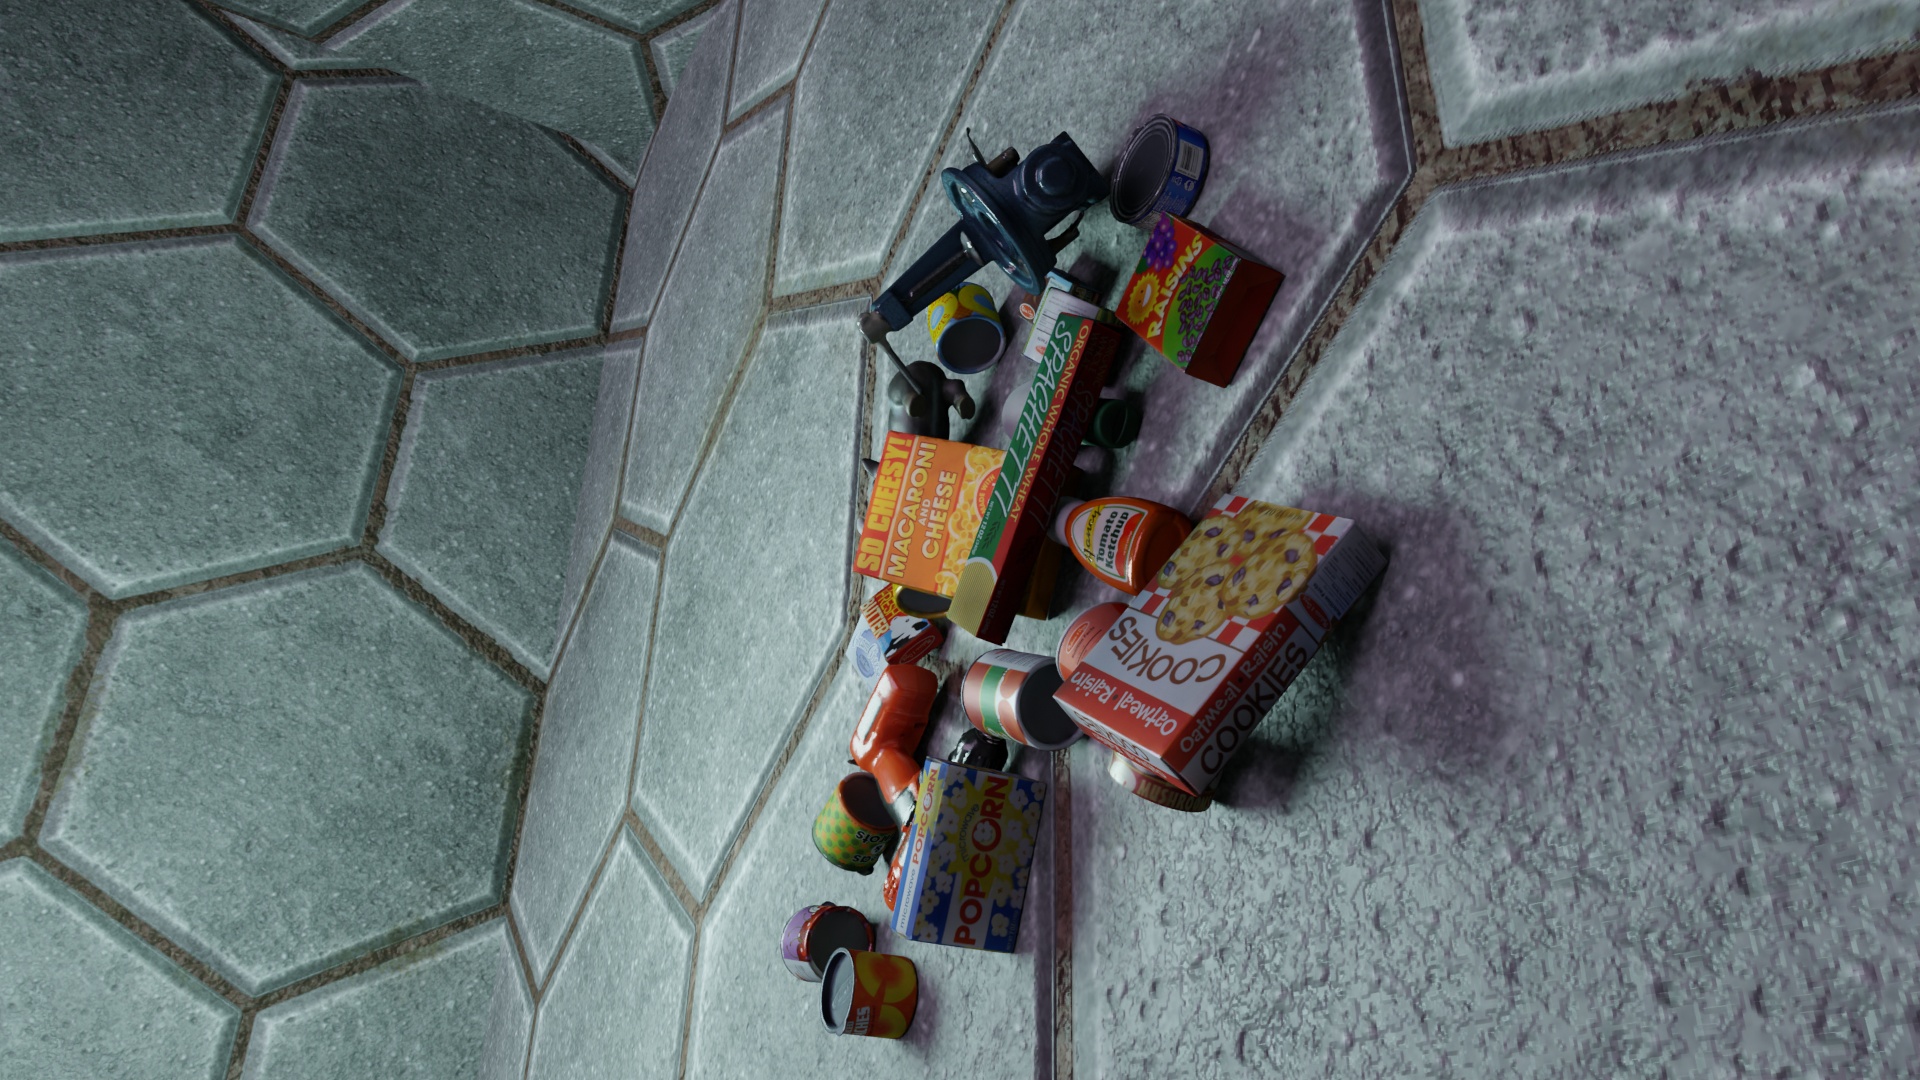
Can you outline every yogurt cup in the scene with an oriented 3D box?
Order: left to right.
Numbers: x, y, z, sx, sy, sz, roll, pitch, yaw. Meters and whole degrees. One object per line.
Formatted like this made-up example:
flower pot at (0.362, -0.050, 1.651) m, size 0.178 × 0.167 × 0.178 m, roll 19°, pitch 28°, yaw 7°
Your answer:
yogurt cup at (0.104, 0.081, 0.910) m, size 0.054 × 0.072 × 0.072 m, roll 44°, pitch 116°, yaw 53°

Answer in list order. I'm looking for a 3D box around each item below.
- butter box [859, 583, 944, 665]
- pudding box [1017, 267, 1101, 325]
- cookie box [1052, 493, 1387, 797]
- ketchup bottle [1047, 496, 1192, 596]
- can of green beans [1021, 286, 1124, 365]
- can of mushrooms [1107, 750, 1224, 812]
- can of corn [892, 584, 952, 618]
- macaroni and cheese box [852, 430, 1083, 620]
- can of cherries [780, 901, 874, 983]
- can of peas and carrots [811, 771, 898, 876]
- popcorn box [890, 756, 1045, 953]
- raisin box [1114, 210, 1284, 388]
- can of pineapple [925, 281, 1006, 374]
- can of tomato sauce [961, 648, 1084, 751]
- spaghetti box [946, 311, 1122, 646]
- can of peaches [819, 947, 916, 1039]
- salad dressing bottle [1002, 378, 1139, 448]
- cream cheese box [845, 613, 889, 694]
butter box at (-0.054, 0.075, 1.266) m, size 0.053 × 0.024 × 0.104 m, roll -37°, pitch 31°, yaw 1°
pudding box at (0.081, -0.198, 1.158) m, size 0.049 × 0.030 × 0.084 m, roll -69°, pitch 25°, yaw 15°
cookie box at (0.144, 0.054, 0.788) m, size 0.168 × 0.040 × 0.123 m, roll -49°, pitch 23°, yaw -10°
ketchup bottle at (0.106, -0.003, 0.977) m, size 0.149 × 0.043 × 0.064 m, roll 24°, pitch 98°, yaw 66°
can of green beans at (0.088, -0.158, 1.078) m, size 0.057 × 0.071 × 0.071 m, roll -67°, pitch 25°, yaw 12°
can of mushrooms at (0.124, 0.134, 0.830) m, size 0.071 × 0.071 × 0.033 m, roll 39°, pitch 112°, yaw 63°
can of corn at (-0.029, 0.029, 1.214) m, size 0.070 × 0.071 × 0.058 m, roll -48°, pitch 36°, yaw 44°
macaroni and cheese box at (0.004, -0.014, 1.106) m, size 0.166 × 0.040 × 0.123 m, roll 13°, pitch 86°, yaw 32°
can of cherries at (-0.115, 0.349, 1.210) m, size 0.058 × 0.071 × 0.071 m, roll -27°, pitch 53°, yaw 58°
can of peas and carrots at (-0.087, 0.247, 1.213) m, size 0.058 × 0.071 × 0.071 m, roll -59°, pitch 29°, yaw 30°
popcorn box at (0.006, 0.227, 1.002) m, size 0.038 × 0.085 × 0.127 m, roll -5°, pitch 71°, yaw 63°
raisin box at (0.162, -0.170, 0.962) m, size 0.085 × 0.040 × 0.124 m, roll -66°, pitch 27°, yaw 19°
can of pineapple at (0.003, -0.195, 1.274) m, size 0.070 × 0.071 × 0.058 m, roll -58°, pitch 30°, yaw 32°
can of tomato sauce at (0.049, 0.116, 1.003) m, size 0.083 × 0.071 × 0.071 m, roll 0°, pitch 76°, yaw 64°
spaghetti box at (0.053, -0.047, 1.025) m, size 0.050 × 0.029 × 0.249 m, roll 29°, pitch 100°, yaw 57°
can of peaches at (-0.074, 0.369, 1.122) m, size 0.071 × 0.058 × 0.071 m, roll -41°, pitch 41°, yaw 49°
salad dressing bottle at (0.084, -0.094, 1.078) m, size 0.147 × 0.044 × 0.064 m, roll 17°, pitch 90°, yaw 64°
cream cheese box at (-0.077, 0.108, 1.321) m, size 0.053 × 0.024 × 0.104 m, roll -68°, pitch 26°, yaw 11°
